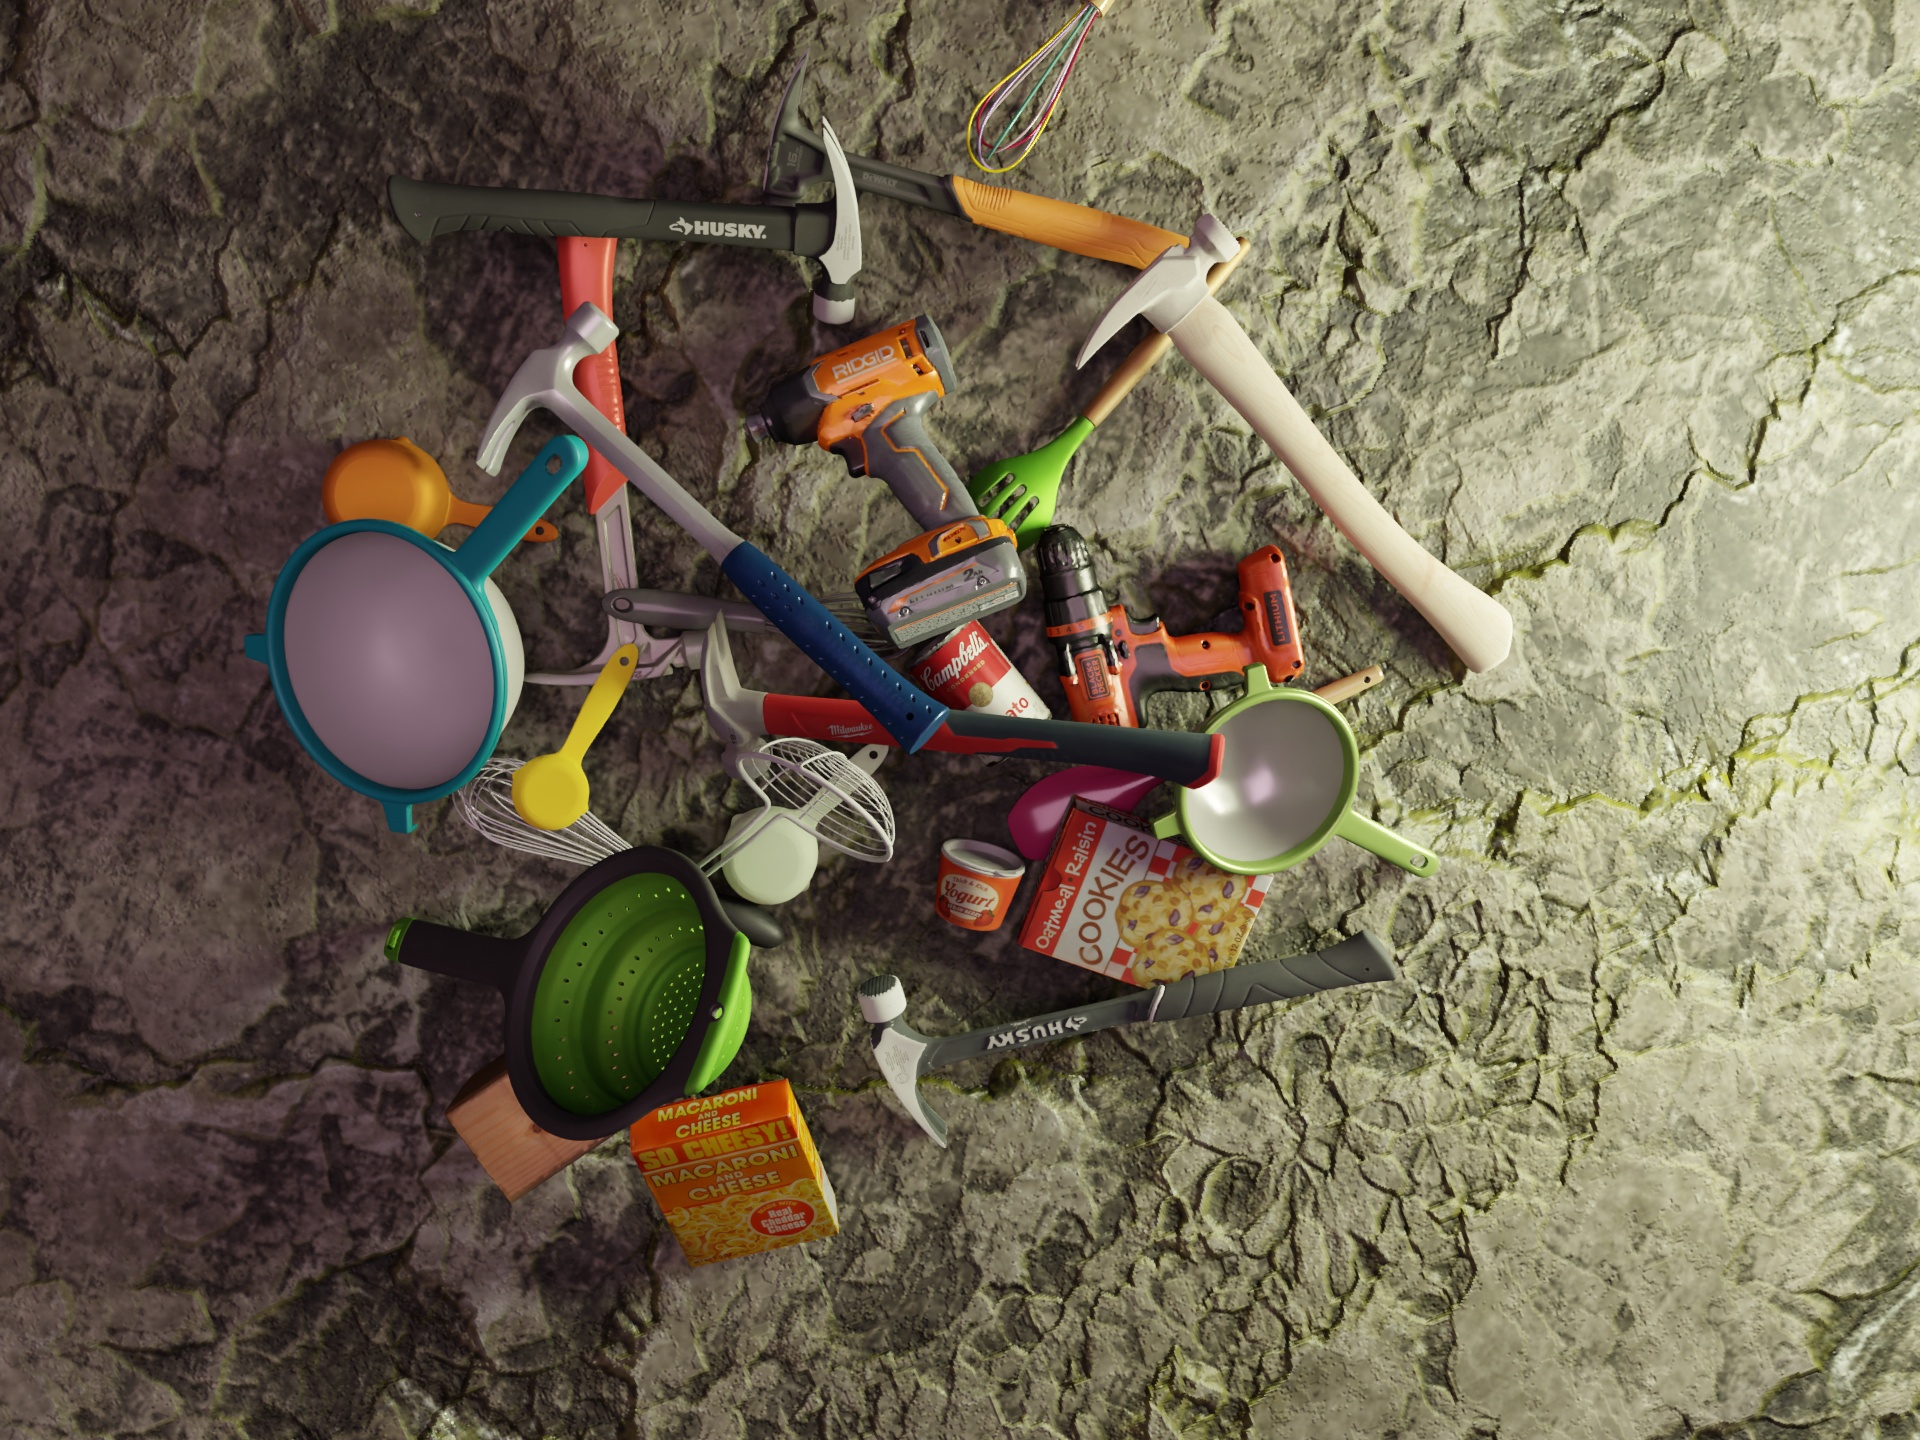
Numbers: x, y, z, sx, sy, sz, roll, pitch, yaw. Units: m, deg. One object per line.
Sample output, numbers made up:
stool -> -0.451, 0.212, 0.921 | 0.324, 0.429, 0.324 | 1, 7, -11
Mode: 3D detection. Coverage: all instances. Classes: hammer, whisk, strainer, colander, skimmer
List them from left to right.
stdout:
strainer -> -0.361, -0.089, 1.163 | 0.340, 0.095, 0.211 | -42, 86, 23
colander -> -0.279, 0.194, 1.163 | 0.397, 0.094, 0.205 | 3, 69, 39
hammer -> -0.281, -0.207, 1.210 | 0.149, 0.037, 0.359 | -7, 96, -7
whisk -> -0.265, 0.109, 1.243 | 0.284, 0.070, 0.070 | 29, 95, -9
hammer -> -0.237, -0.367, 1.144 | 0.334, 0.035, 0.146 | 1, 131, -8
skimmer -> -0.195, 0.129, 1.164 | 0.363, 0.090, 0.127 | -37, 116, 25
hammer -> -0.174, -0.121, 1.137 | 0.405, 0.035, 0.144 | 42, 89, 9
whisk -> -0.150, -0.080, 1.206 | 0.239, 0.055, 0.055 | 5, 96, -12
hammer -> -0.002, -0.004, 1.164 | 0.386, 0.038, 0.143 | 5, 130, 13
hammer -> 0.024, -0.388, 1.178 | 0.337, 0.034, 0.127 | 14, 134, -6
whisk -> 0.083, -0.516, 1.187 | 0.047, 0.051, 0.245 | 35, 91, 1
hammer -> 0.134, 0.230, 1.239 | 0.409, 0.036, 0.149 | -13, 109, 7
strainer -> 0.267, 0.059, 1.241 | 0.256, 0.069, 0.151 | 26, 100, -24
hammer -> 0.269, -0.182, 1.212 | 0.146, 0.038, 0.410 | -42, 102, 14

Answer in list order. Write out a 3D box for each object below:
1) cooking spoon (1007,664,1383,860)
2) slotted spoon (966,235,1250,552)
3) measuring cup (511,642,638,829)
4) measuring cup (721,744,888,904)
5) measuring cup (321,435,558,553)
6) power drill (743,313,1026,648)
cooking spoon -> 0.187, 0.028, 1.260 | 0.319, 0.017, 0.068 | -25, 96, 2
slotted spoon -> 0.113, -0.252, 1.225 | 0.070, 0.031, 0.314 | 42, 92, 2
measuring cup -> -0.283, 0.011, 1.192 | 0.062, 0.029, 0.156 | 29, 86, -14
measuring cup -> -0.119, 0.077, 1.247 | 0.167, 0.038, 0.083 | -44, 96, 5
measuring cup -> -0.396, -0.160, 1.207 | 0.173, 0.052, 0.095 | 12, 96, -4
power drill -> -0.058, -0.174, 1.181 | 0.164, 0.084, 0.227 | -21, 77, 1
